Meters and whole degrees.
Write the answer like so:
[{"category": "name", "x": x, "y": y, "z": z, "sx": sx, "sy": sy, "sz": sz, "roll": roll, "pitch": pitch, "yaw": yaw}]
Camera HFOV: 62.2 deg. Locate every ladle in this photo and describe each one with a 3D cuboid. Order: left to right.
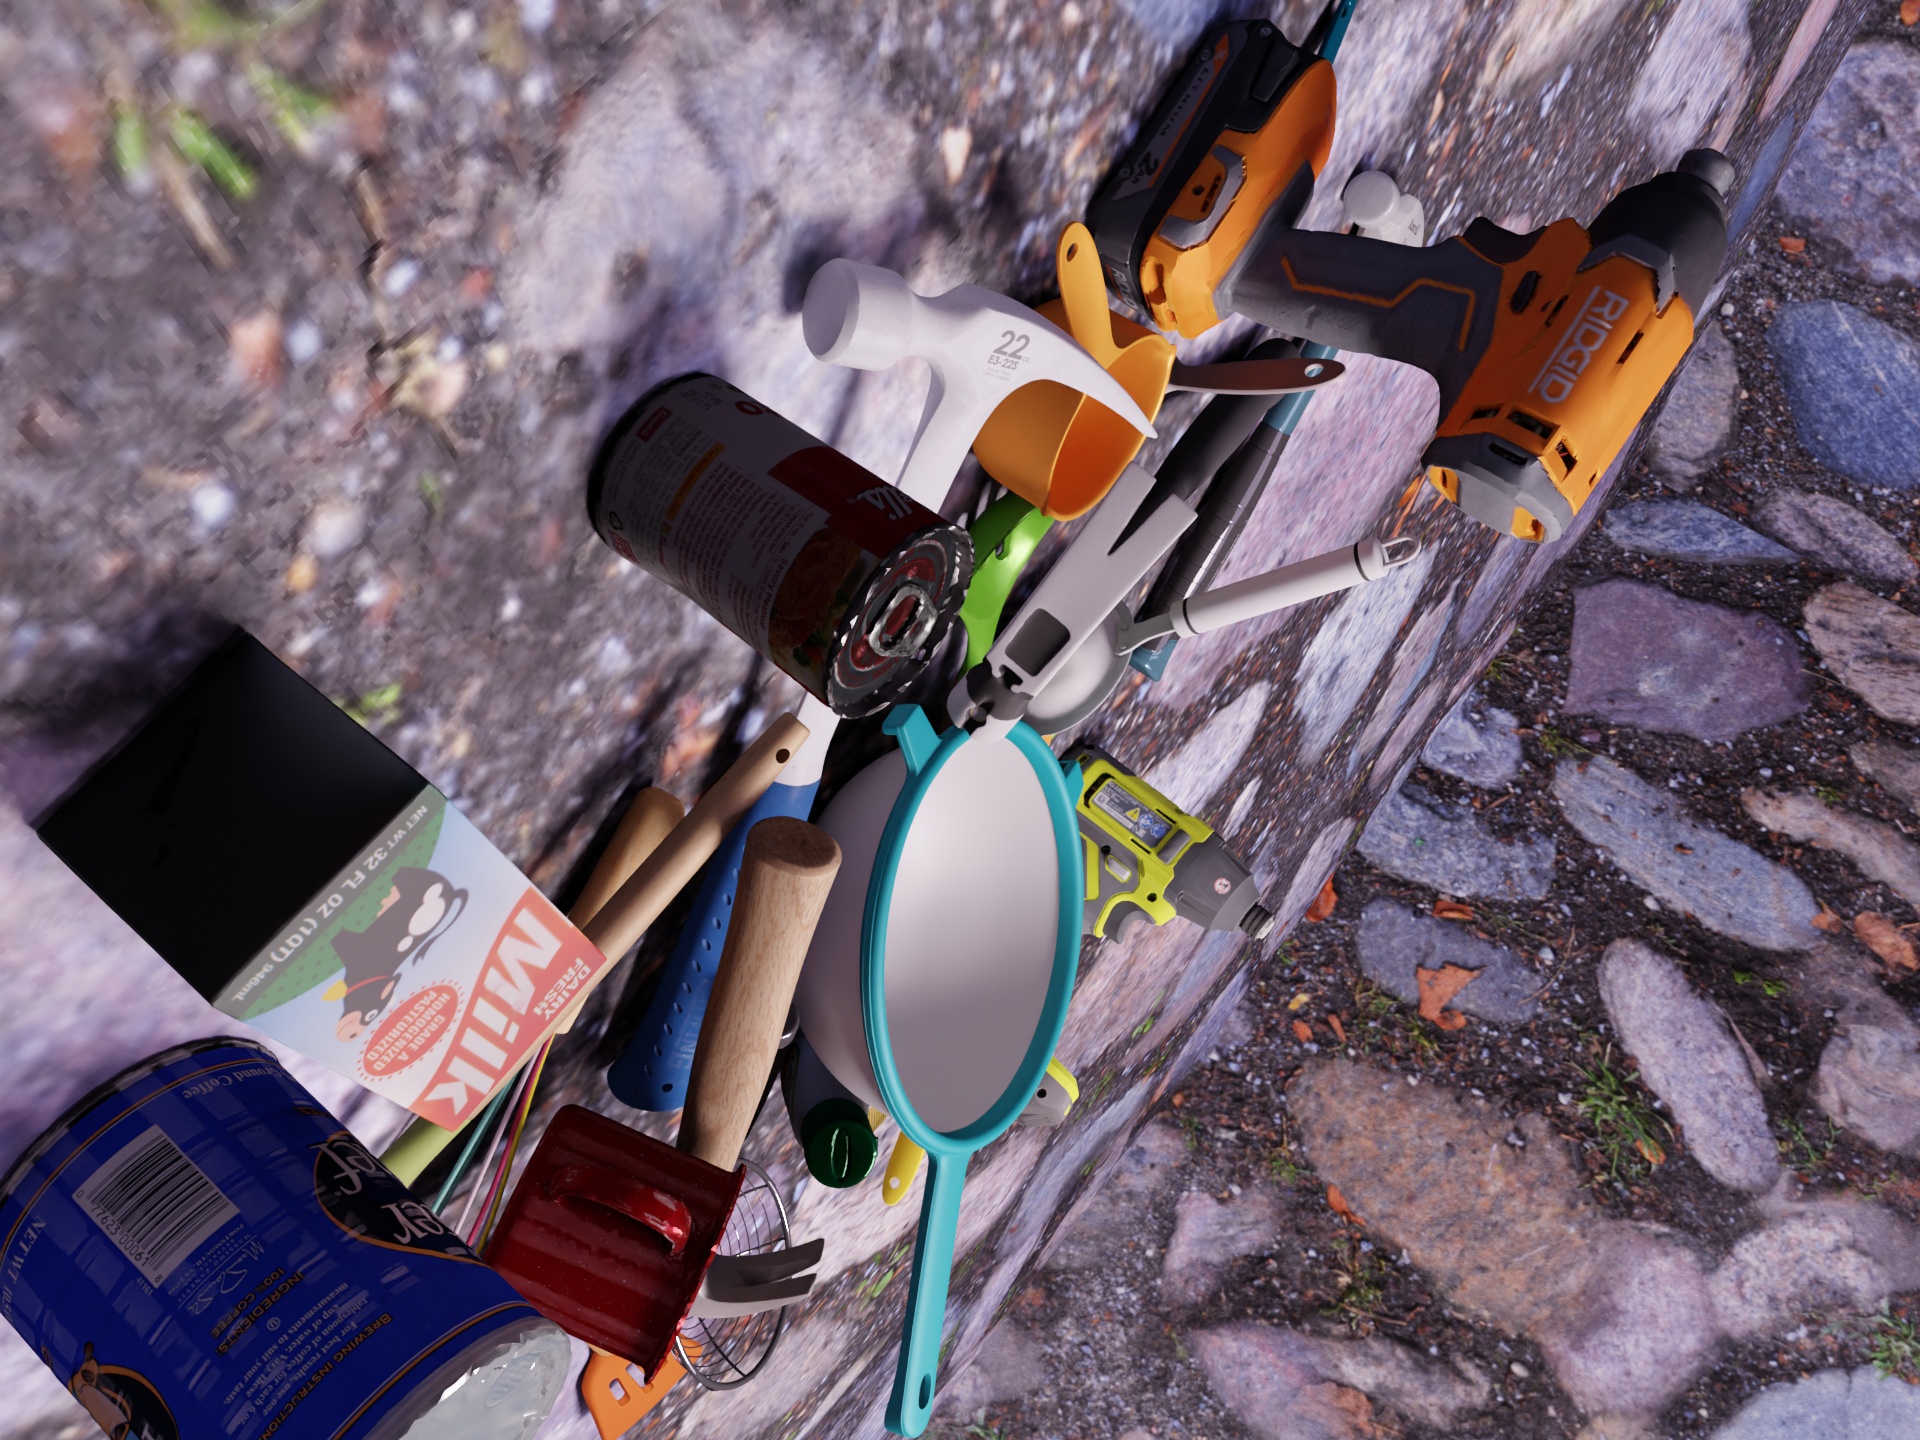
[{"category": "ladle", "x": -0.158, "y": 0.125, "z": 0.570, "sx": 0.320, "sy": 0.062, "sz": 0.078, "roll": -49, "pitch": 132, "yaw": -5}]

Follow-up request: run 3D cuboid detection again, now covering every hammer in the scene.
[{"category": "hammer", "x": -0.100, "y": 0.164, "z": 0.683, "sx": 0.031, "sy": 0.130, "sz": 0.331, "roll": -76, "pitch": -175, "yaw": -50}, {"category": "hammer", "x": -0.059, "y": 0.014, "z": 0.645, "sx": 0.144, "sy": 0.035, "sz": 0.405, "roll": 3, "pitch": 128, "yaw": -36}, {"category": "hammer", "x": 0.108, "y": -0.120, "z": 0.782, "sx": 0.146, "sy": 0.035, "sz": 0.335, "roll": -51, "pitch": 179, "yaw": 43}, {"category": "hammer", "x": 0.187, "y": -0.169, "z": 0.982, "sx": 0.128, "sy": 0.033, "sz": 0.331, "roll": -9, "pitch": 131, "yaw": -62}]

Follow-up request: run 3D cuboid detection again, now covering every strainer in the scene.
[{"category": "strainer", "x": -0.032, "y": 0.162, "z": 0.776, "sx": 0.210, "sy": 0.095, "sz": 0.340, "roll": 19, "pitch": 77, "yaw": -60}, {"category": "strainer", "x": 0.105, "y": -0.051, "z": 0.792, "sx": 0.050, "sy": 0.258, "sz": 0.087, "roll": 40, "pitch": 45, "yaw": -40}]

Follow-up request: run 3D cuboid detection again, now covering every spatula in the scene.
[{"category": "spatula", "x": -0.191, "y": 0.349, "z": 0.882, "sx": 0.081, "sy": 0.041, "sz": 0.322, "roll": -40, "pitch": 164, "yaw": -23}]

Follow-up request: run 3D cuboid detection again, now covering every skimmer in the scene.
[{"category": "skimmer", "x": -0.100, "y": 0.243, "z": 0.825, "sx": 0.363, "sy": 0.090, "sz": 0.127, "roll": 114, "pitch": -7, "yaw": -49}]

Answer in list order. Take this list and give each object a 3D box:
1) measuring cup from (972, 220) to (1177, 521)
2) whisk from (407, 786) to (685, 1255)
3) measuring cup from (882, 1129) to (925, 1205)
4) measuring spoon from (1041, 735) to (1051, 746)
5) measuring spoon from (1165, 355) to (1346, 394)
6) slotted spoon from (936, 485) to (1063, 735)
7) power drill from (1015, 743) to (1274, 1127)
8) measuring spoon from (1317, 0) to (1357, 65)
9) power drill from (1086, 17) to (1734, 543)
[{"category": "measuring cup", "x": 0.036, "y": -0.150, "z": 0.637, "sx": 0.095, "sy": 0.052, "sz": 0.173, "roll": -52, "pitch": 158, "yaw": -11}, {"category": "whisk", "x": -0.176, "y": 0.134, "z": 0.617, "sx": 0.245, "sy": 0.047, "sz": 0.051, "roll": -61, "pitch": 172, "yaw": 2}, {"category": "measuring cup", "x": -0.025, "y": 0.248, "z": 1.070, "sx": 0.029, "sy": 0.062, "sz": 0.156, "roll": 47, "pitch": 60, "yaw": -58}, {"category": "measuring spoon", "x": 0.045, "y": 0.025, "z": 0.996, "sx": 0.021, "sy": 0.011, "sz": 0.116, "roll": -44, "pitch": 161, "yaw": -31}, {"category": "measuring spoon", "x": 0.119, "y": -0.162, "z": 0.725, "sx": 0.034, "sy": 0.124, "sz": 0.018, "roll": -57, "pitch": 133, "yaw": -23}, {"category": "slotted spoon", "x": -0.001, "y": -0.003, "z": 0.820, "sx": 0.070, "sy": 0.031, "sz": 0.313, "roll": -39, "pitch": 156, "yaw": -38}, {"category": "power drill", "x": 0.079, "y": 0.145, "z": 1.030, "sx": 0.223, "sy": 0.171, "sz": 0.080, "roll": -48, "pitch": 159, "yaw": -12}, {"category": "measuring spoon", "x": 0.152, "y": -0.289, "z": 0.744, "sx": 0.128, "sy": 0.021, "sz": 0.042, "roll": -66, "pitch": 160, "yaw": 1}, {"category": "power drill", "x": 0.185, "y": -0.193, "z": 0.646, "sx": 0.164, "sy": 0.227, "sz": 0.084, "roll": -56, "pitch": 160, "yaw": 0}]
